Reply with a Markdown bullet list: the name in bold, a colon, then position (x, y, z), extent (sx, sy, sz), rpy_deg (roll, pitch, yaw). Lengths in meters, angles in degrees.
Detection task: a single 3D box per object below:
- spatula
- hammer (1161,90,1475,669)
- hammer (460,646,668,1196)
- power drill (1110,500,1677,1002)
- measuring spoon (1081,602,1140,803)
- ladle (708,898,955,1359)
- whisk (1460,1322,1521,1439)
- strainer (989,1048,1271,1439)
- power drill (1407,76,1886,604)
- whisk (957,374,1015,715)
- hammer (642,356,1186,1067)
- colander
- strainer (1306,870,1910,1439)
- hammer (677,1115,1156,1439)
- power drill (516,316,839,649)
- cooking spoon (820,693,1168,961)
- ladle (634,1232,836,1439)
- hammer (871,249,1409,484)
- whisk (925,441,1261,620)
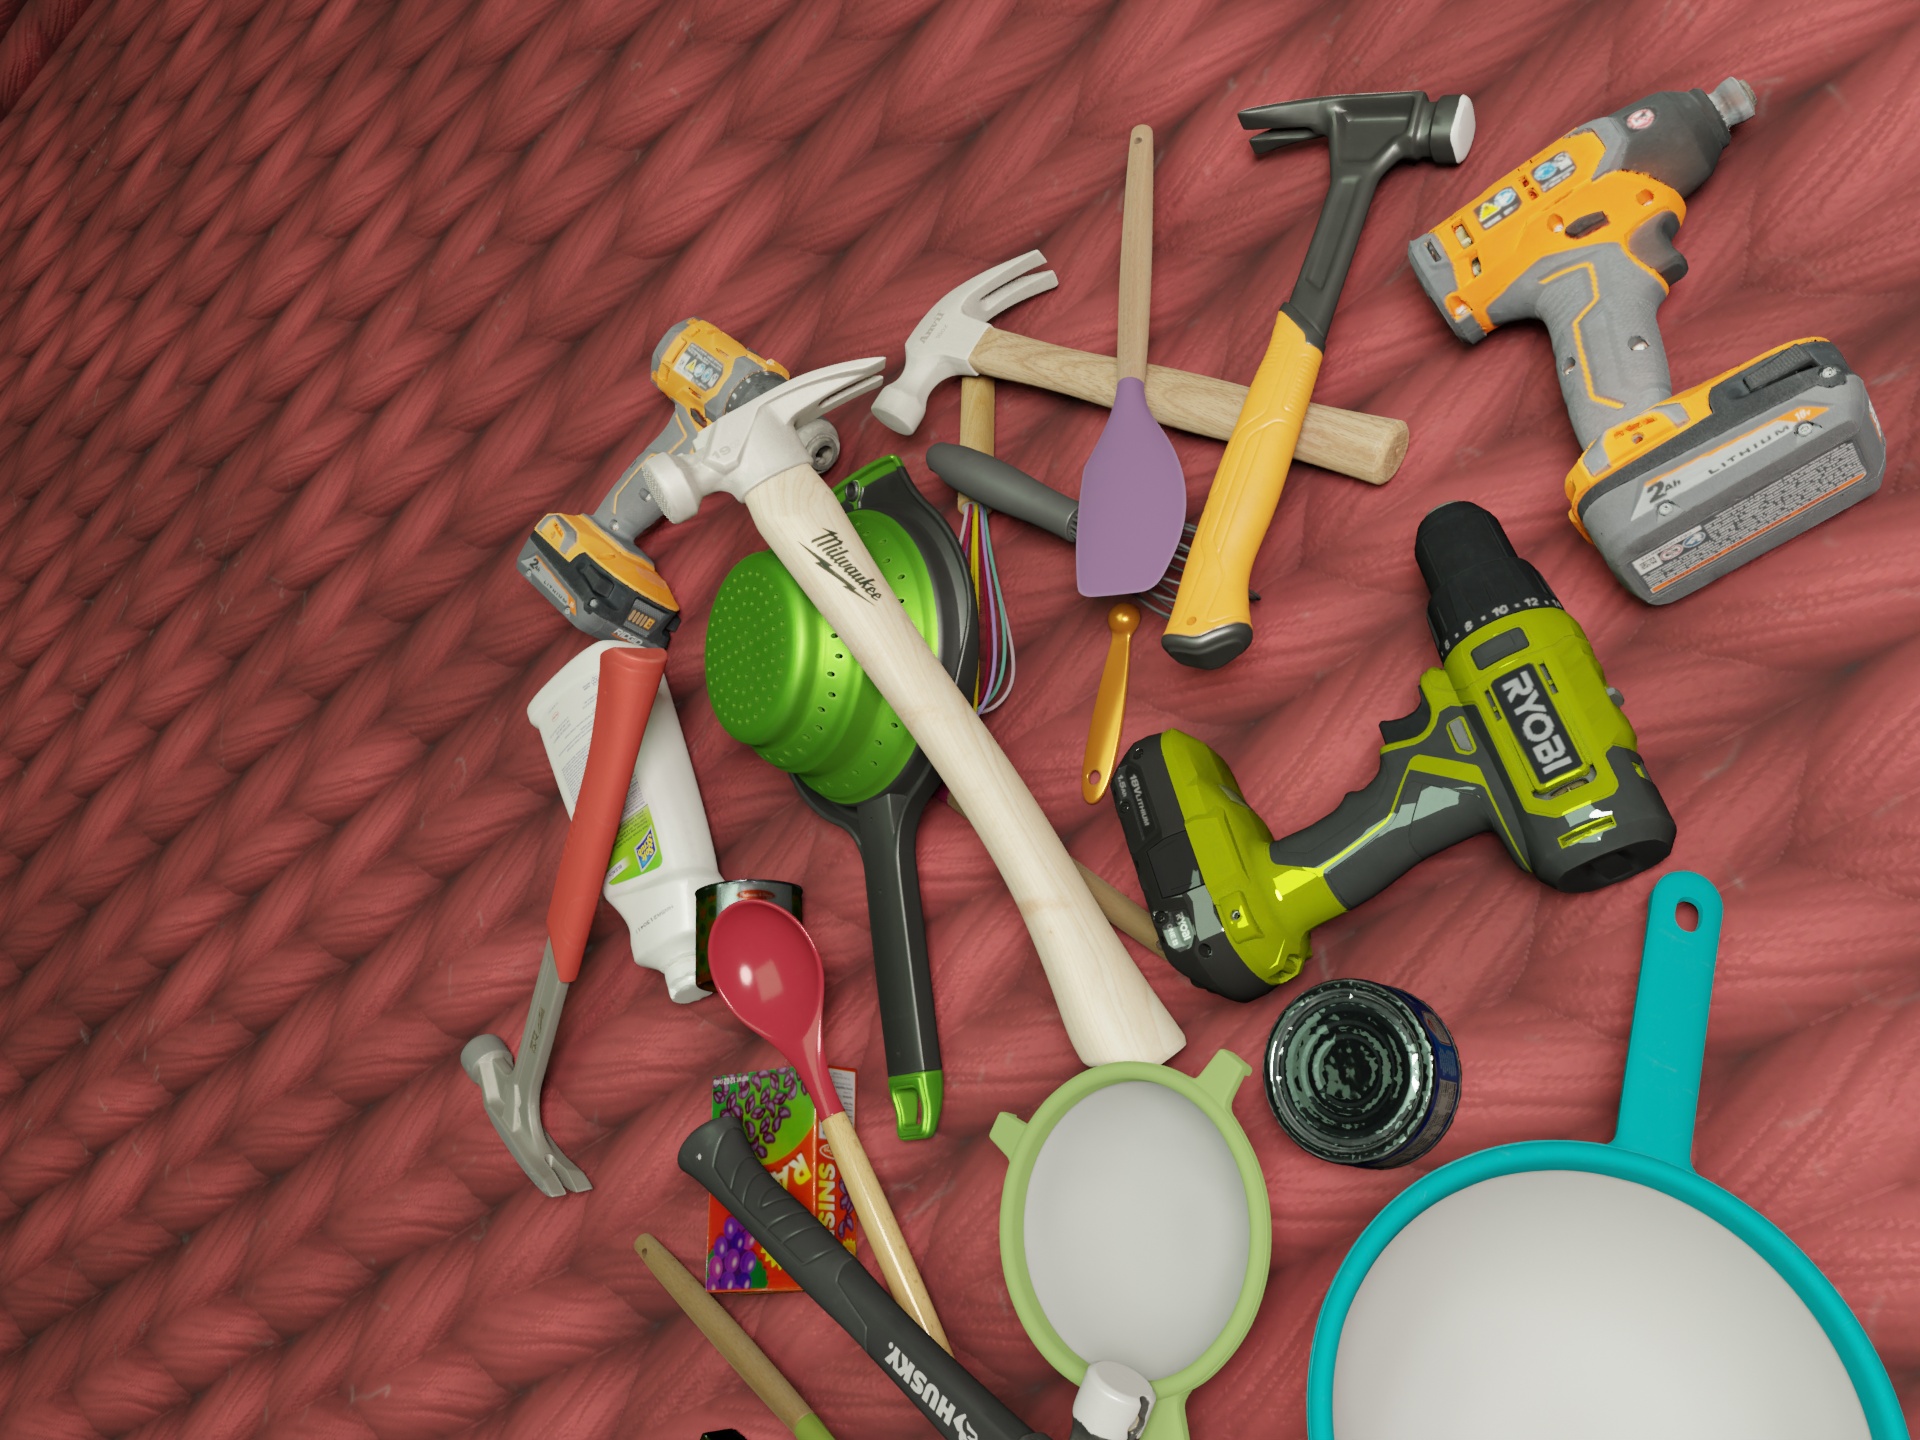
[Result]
- **spatula**: position (0.098, -0.209, 0.887), extent (0.060, 0.018, 0.316), rpy_deg (-6, 64, 21)
- **hammer**: position (0.163, -0.183, 0.827), extent (0.127, 0.034, 0.337), rpy_deg (11, 72, 32)
- **hammer**: position (-0.243, 0.121, 1.016), extent (0.149, 0.036, 0.359), rpy_deg (37, 116, 41)
- **power drill**: position (0.192, 0.018, 0.753), extent (0.228, 0.080, 0.191), rpy_deg (-30, 59, 24)
- **measuring spoon**: position (0.082, -0.011, 0.888), extent (0.021, 0.011, 0.117), rpy_deg (3, 77, 38)
- **ladle**: position (-0.059, 0.240, 0.868), extent (0.069, 0.031, 0.316), rpy_deg (-34, 69, 19)
- **whisk**: position (0.224, 0.347, 0.637), extent (0.058, 0.059, 0.247), rpy_deg (-3, 64, -3)
- **strainer**: position (0.102, 0.288, 0.731), extent (0.151, 0.069, 0.257), rpy_deg (-26, 60, 34)
- **power drill**: position (0.318, -0.184, 0.721), extent (0.164, 0.084, 0.227), rpy_deg (-33, 54, 25)
- **whisk**: position (0.007, -0.107, 0.963), extent (0.051, 0.047, 0.245), rpy_deg (-9, 65, 23)
- **hammer**: position (-0.001, -0.003, 0.837), extent (0.146, 0.038, 0.411), rpy_deg (-31, 81, -13)
- **colander**: position (-0.075, 0.039, 0.908), extent (0.204, 0.094, 0.397), rpy_deg (-24, 68, 49)
- **strainer**: position (0.253, 0.223, 0.630), extent (0.211, 0.095, 0.341), rpy_deg (17, 61, 11)
- **hammer**: position (-0.049, 0.303, 0.801), extent (0.335, 0.035, 0.146), rpy_deg (28, 100, 45)
- **power drill**: position (-0.191, -0.155, 1.108), extent (0.186, 0.084, 0.226), rpy_deg (39, 95, 38)
- **cooking spoon**: position (0.014, 0.055, 0.914), extent (0.319, 0.017, 0.068), rpy_deg (34, 103, 40)
- **ladle**: position (-0.091, 0.374, 0.882), extent (0.320, 0.062, 0.078), rpy_deg (25, 95, 47)
- **hammer**: position (0.101, -0.192, 0.908), extent (0.331, 0.031, 0.130), rpy_deg (23, 78, 36)
- **whisk**: position (0.067, -0.111, 0.894), extent (0.239, 0.055, 0.055), rpy_deg (31, 95, 34)
